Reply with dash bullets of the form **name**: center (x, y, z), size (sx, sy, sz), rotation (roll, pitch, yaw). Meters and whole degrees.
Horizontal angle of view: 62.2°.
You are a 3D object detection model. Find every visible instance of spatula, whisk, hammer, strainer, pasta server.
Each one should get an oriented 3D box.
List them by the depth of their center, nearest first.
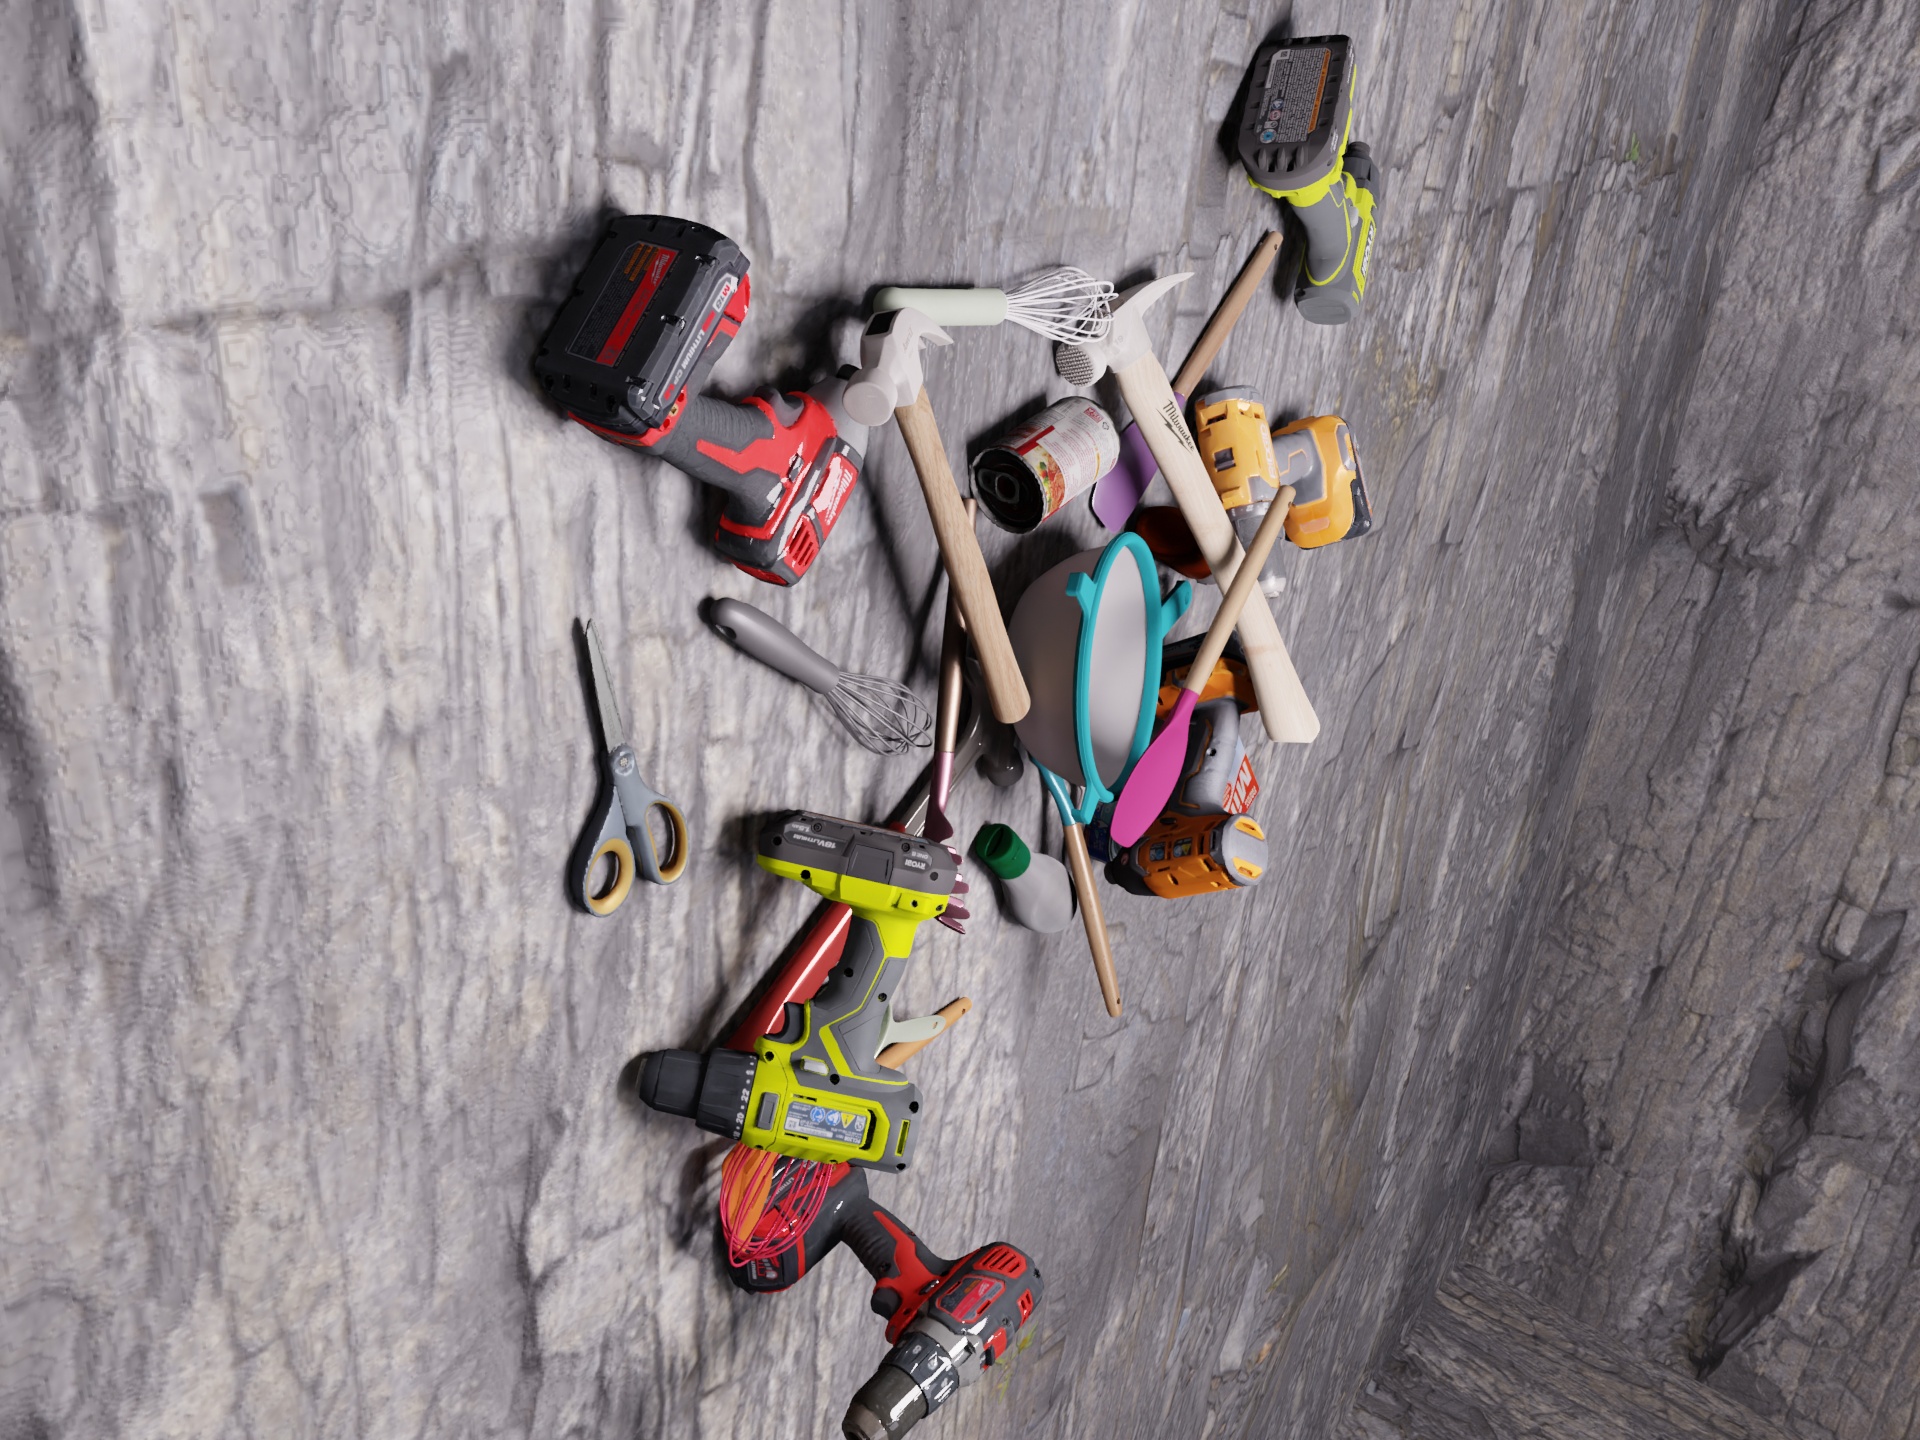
- **hammer**: center (-0.004, -0.126, 1.065), size (0.130, 0.031, 0.331), rotation (-76, 155, -42)
- **whisk**: center (-0.089, -0.027, 1.068), size (0.238, 0.055, 0.055), rotation (35, 79, -52)
- **whisk**: center (0.028, -0.286, 1.096), size (0.246, 0.058, 0.059), rotation (-16, 87, -47)
- **whisk**: center (-0.094, 0.252, 1.146), size (0.296, 0.073, 0.073), rotation (-64, 148, -19)
- **pasta server**: center (-0.002, -0.004, 1.160), size (0.060, 0.040, 0.316), rotation (-167, -98, -85)
- **hammer**: center (-0.071, 0.119, 1.186), size (0.359, 0.037, 0.149), rotation (-53, 144, -22)
- **spatula**: center (-0.085, 0.299, 1.266), size (0.322, 0.041, 0.081), rotation (-28, 118, -47)
- **hammer**: center (0.212, -0.158, 1.299), size (0.146, 0.038, 0.410), rotation (-44, 118, -31)
- **strainer**: center (0.111, -0.065, 1.309), size (0.340, 0.095, 0.211), rotation (-43, 134, -61)
- **spatula**: center (0.195, -0.296, 1.349), size (0.316, 0.018, 0.059), rotation (-58, 134, -15)
- **spatula**: center (0.109, 0.114, 1.386), size (0.082, 0.044, 0.317), rotation (-27, 108, -46)

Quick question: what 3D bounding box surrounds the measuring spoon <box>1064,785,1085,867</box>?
- **measuring spoon**: center (0.104, 0.080, 1.441), size (0.034, 0.018, 0.124), rotation (-27, 136, -46)

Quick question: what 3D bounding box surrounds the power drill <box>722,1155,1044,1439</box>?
- **power drill**: center (-0.076, 0.424, 1.178), size (0.188, 0.227, 0.080), rotation (-32, 133, -43)

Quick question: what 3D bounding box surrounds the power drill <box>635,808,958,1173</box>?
- **power drill**: center (-0.105, 0.180, 1.075), size (0.080, 0.190, 0.228), rotation (178, -75, -85)

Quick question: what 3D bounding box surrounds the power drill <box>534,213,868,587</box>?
- **power drill**: center (-0.126, -0.180, 0.903), size (0.143, 0.079, 0.219), rotation (-63, 150, -8)

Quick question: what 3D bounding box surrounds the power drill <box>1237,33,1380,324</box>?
- **power drill**: center (0.309, -0.468, 1.355), size (0.223, 0.080, 0.171), rotation (38, 63, -60)

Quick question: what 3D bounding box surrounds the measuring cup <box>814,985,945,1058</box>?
- **measuring cup**: center (-0.068, 0.240, 1.262), size (0.167, 0.038, 0.083), rotation (12, 98, -59)

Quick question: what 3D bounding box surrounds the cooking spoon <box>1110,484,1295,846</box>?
- **cooking spoon**: center (0.194, -0.046, 1.265), size (0.068, 0.017, 0.319), rotation (34, 81, -52)

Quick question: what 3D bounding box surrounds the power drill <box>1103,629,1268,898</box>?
- **power drill**: center (0.196, 0.047, 1.403), size (0.084, 0.164, 0.227), rotation (24, 63, -35)

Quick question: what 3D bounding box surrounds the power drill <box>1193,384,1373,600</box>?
- **power drill**: center (0.294, -0.199, 1.438), size (0.226, 0.084, 0.185), rotation (-4, 82, -54)
